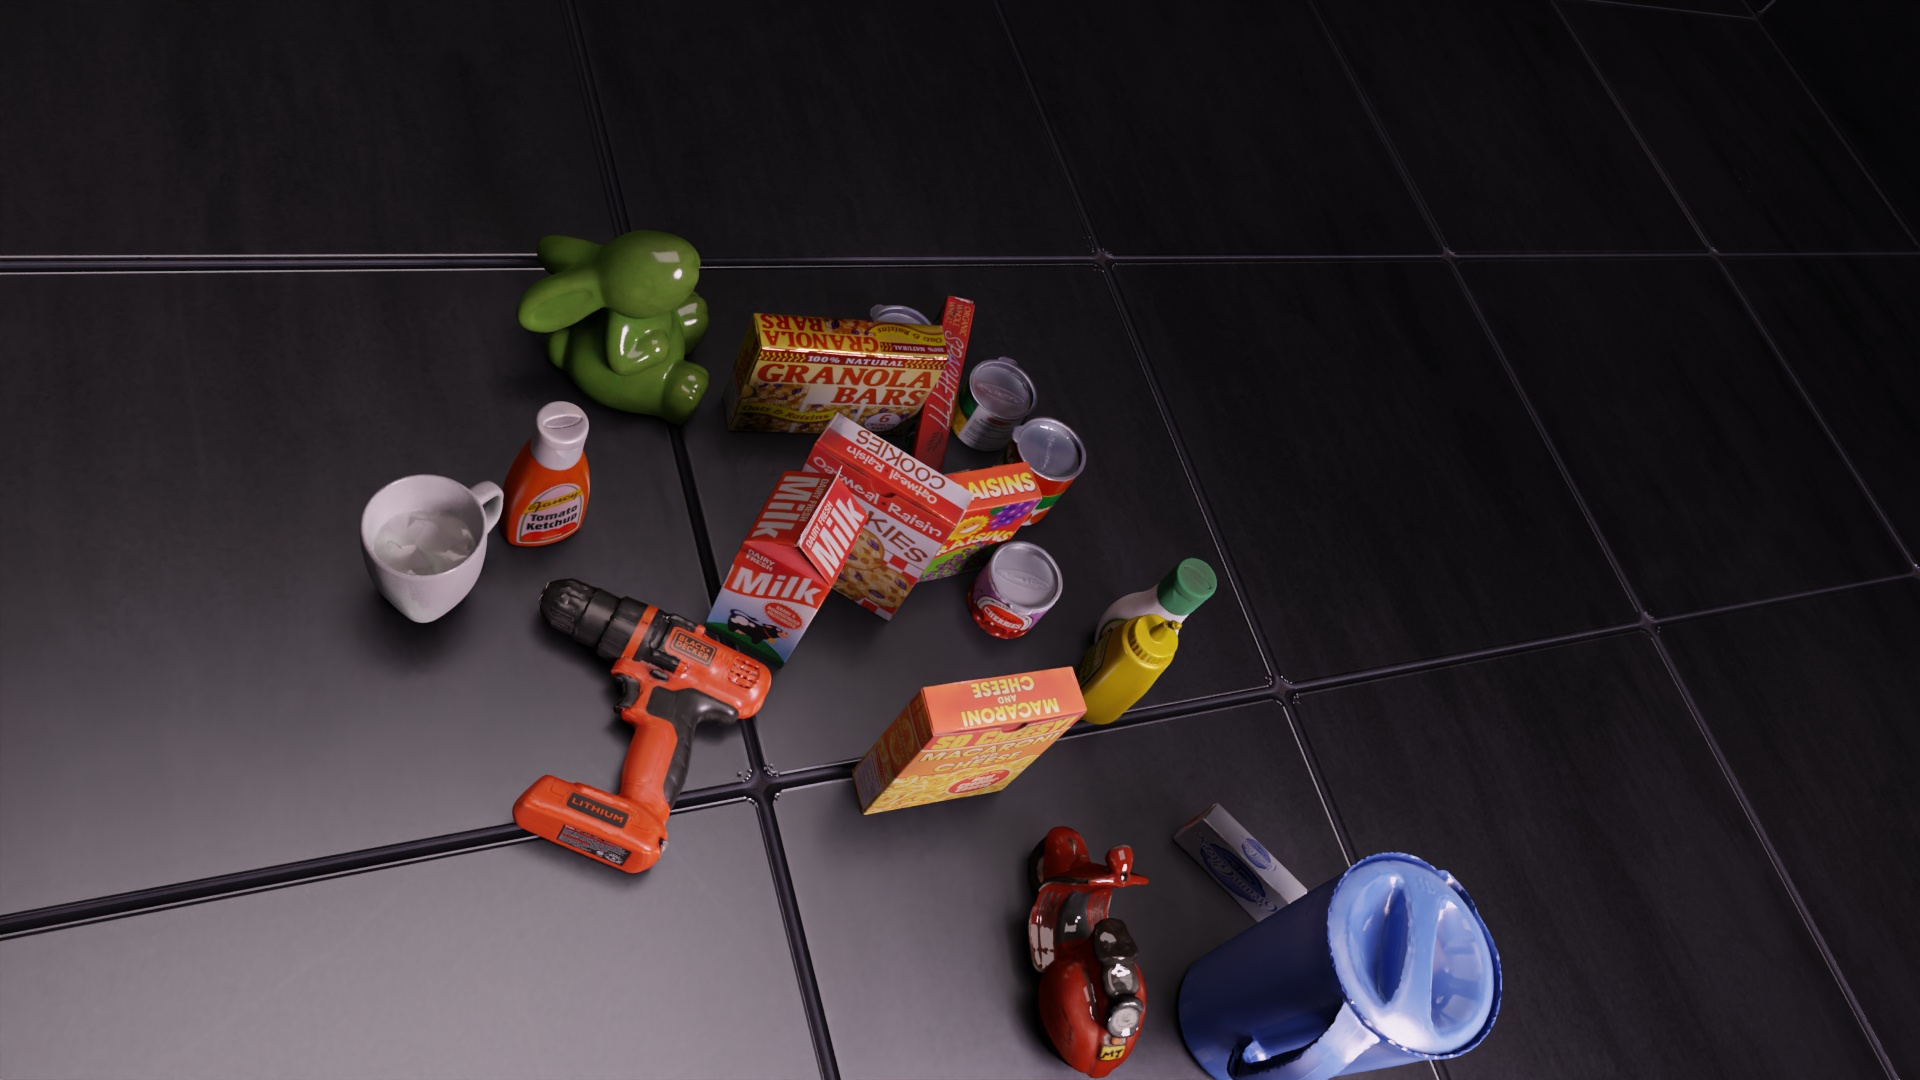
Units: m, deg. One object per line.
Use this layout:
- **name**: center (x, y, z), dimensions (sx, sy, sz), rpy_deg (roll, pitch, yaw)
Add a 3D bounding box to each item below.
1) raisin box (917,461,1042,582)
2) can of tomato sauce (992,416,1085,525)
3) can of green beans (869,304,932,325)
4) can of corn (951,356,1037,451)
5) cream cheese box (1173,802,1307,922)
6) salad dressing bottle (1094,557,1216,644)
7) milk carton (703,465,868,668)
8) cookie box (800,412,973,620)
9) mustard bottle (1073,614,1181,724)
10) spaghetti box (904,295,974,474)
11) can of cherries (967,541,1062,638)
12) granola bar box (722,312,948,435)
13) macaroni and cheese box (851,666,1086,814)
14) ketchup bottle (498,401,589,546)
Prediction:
- **raisin box**: center (0.004, -0.015, 1.164), dimensions (0.086, 0.122, 0.040), rpy_deg (-10, 66, -28)
- **can of tomato sauce**: center (0.063, -0.061, 1.243), dimensions (0.071, 0.082, 0.071), rpy_deg (11, 57, -18)
- **can of green beans**: center (-0.060, -0.172, 1.271), dimensions (0.071, 0.057, 0.071), rpy_deg (11, 57, -17)
- **can of corn**: center (0.030, -0.126, 1.282), dimensions (0.071, 0.058, 0.071), rpy_deg (11, 57, -18)
- **cream cheese box**: center (0.228, 0.265, 1.137), dimensions (0.104, 0.053, 0.024), rpy_deg (44, 54, 6)
- **salad dressing bottle**: center (0.164, 0.063, 1.172), dimensions (0.064, 0.147, 0.044), rpy_deg (40, 54, 3)
- **milk carton**: center (-0.129, 0.016, 1.046), dimensions (0.073, 0.189, 0.073), rpy_deg (29, 54, -6)
- **cookie box**: center (-0.077, -0.014, 1.101), dimensions (0.123, 0.166, 0.040), rpy_deg (31, 54, -4)
- **mustard bottle**: center (0.137, 0.096, 1.132), dimensions (0.049, 0.159, 0.065), rpy_deg (26, 54, -8)
- **spaghetti box**: center (-0.025, -0.116, 1.258), dimensions (0.029, 0.050, 0.251), rpy_deg (19, 55, -13)
- **can of cherries**: center (0.045, 0.045, 1.186), dimensions (0.071, 0.058, 0.072), rpy_deg (11, 57, -18)
- **granola bar box**: center (-0.108, -0.138, 1.189), dimensions (0.166, 0.123, 0.039), rpy_deg (0, 62, -24)
- **macaroni and cheese box**: center (0.004, 0.152, 1.037), dimensions (0.124, 0.165, 0.040), rpy_deg (-5, 64, -26)
- **ketchup bottle**: center (-0.306, -0.049, 1.034), dimensions (0.065, 0.148, 0.043), rpy_deg (-16, 69, -30)
